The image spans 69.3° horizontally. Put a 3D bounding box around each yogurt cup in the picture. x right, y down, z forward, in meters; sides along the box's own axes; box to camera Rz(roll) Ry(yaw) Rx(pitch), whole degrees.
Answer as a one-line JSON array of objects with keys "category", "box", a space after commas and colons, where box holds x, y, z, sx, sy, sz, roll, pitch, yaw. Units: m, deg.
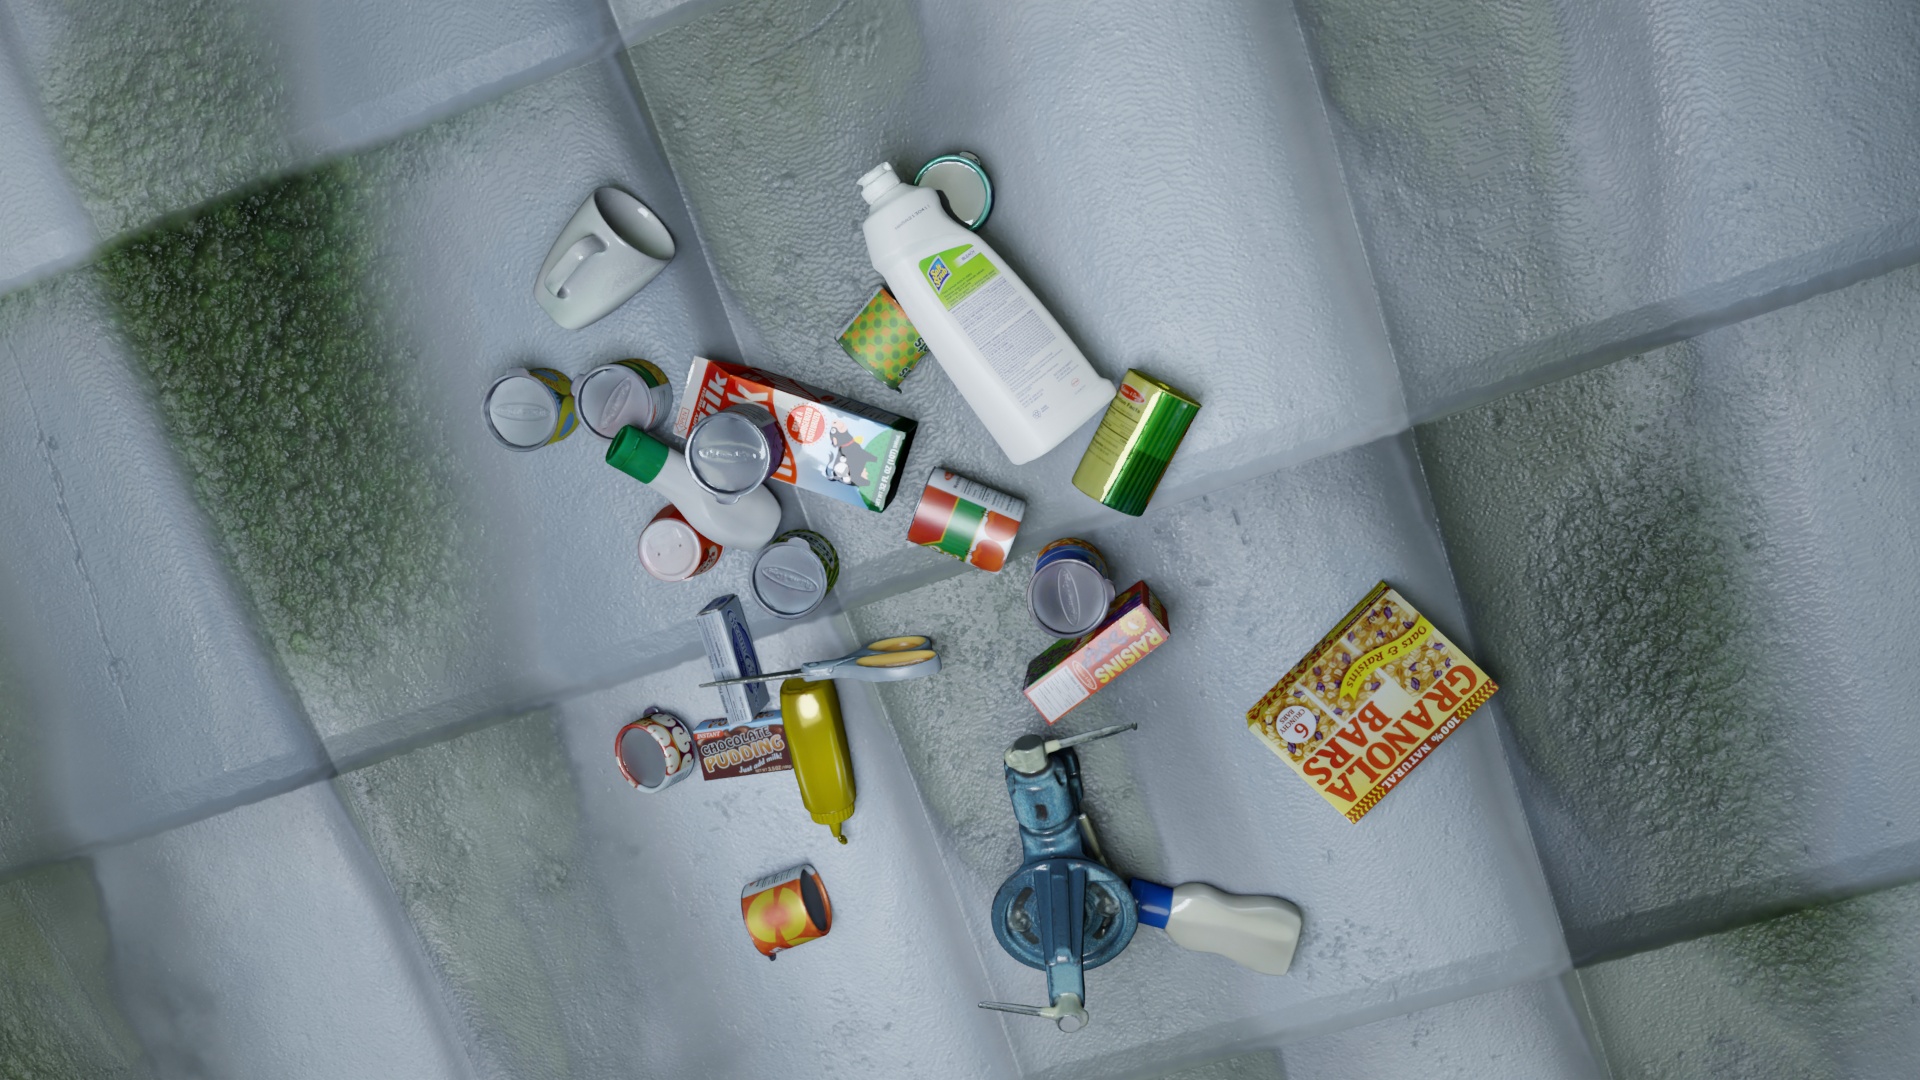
[{"category": "yogurt cup", "box": [-0.239, 0.003, 1.179, 0.072, 0.054, 0.072, 1, 101, 5]}]

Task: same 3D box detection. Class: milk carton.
[{"category": "milk carton", "box": [-0.138, -0.090, 1.141, 0.191, 0.073, 0.072, 19, 103, 2]}]

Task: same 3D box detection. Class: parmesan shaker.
[{"category": "parmesan shaker", "box": [0.140, -0.079, 1.121, 0.071, 0.071, 0.102, 27, 104, 0]}]

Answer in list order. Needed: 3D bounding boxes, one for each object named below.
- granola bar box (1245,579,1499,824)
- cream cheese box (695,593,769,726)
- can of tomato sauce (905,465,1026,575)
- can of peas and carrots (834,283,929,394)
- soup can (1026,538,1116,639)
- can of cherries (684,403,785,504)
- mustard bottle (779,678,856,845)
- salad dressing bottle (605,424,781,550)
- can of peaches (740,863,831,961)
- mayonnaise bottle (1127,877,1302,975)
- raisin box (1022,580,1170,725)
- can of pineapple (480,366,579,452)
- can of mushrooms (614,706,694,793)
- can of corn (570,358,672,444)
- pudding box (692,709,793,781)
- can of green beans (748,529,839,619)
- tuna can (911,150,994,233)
[{"category": "granola bar box", "box": [0.339, 0.134, 1.155, 0.124, 0.039, 0.165, 42, 102, -3]}, {"category": "cream cheese box", "box": [-0.195, 0.102, 1.195, 0.024, 0.053, 0.103, -14, 99, 10]}, {"category": "can of tomato sauce", "box": [0.004, -0.014, 1.146, 0.083, 0.071, 0.071, 22, 103, 0]}, {"category": "can of peas and carrots", "box": [-0.057, -0.163, 1.122, 0.071, 0.071, 0.058, 41, 102, -3]}, {"category": "soup can", "box": [0.092, 0.038, 1.138, 0.071, 0.084, 0.071, 1, 102, 5]}, {"category": "can of cherries", "box": [-0.175, -0.068, 1.080, 0.071, 0.058, 0.071, 1, 103, 6]}, {"category": "mustard bottle", "box": [-0.120, 0.194, 1.202, 0.049, 0.065, 0.159, -9, 104, 3]}, {"category": "salad dressing bottle", "box": [-0.219, -0.044, 1.142, 0.147, 0.044, 0.064, 32, 62, -28]}, {"category": "can of peaches", "box": [-0.152, 0.329, 1.229, 0.058, 0.071, 0.071, -22, 98, 9]}, {"category": "mayonnaise bottle", "box": [0.216, 0.329, 1.206, 0.148, 0.041, 0.064, 14, 101, 4]}, {"category": "raisin box", "box": [0.113, 0.091, 1.145, 0.123, 0.086, 0.040, -38, 94, 12]}, {"category": "can of pineapple", "box": [-0.358, -0.112, 1.166, 0.071, 0.058, 0.071, 1, 102, 5]}, {"category": "can of mushrooms", "box": [-0.269, 0.184, 1.217, 0.071, 0.033, 0.070, 9, 108, 30]}, {"category": "can of corn", "box": [-0.282, -0.118, 1.157, 0.071, 0.058, 0.071, 1, 102, 6]}, {"category": "pudding box", "box": [-0.187, 0.179, 1.221, 0.084, 0.030, 0.049, -9, 99, 7]}, {"category": "can of green beans", "box": [-0.139, 0.028, 1.172, 0.071, 0.058, 0.071, 1, 102, 6]}, {"category": "tuna can", "box": [-0.005, -0.277, 1.111, 0.071, 0.033, 0.071, 1, 102, 6]}]
